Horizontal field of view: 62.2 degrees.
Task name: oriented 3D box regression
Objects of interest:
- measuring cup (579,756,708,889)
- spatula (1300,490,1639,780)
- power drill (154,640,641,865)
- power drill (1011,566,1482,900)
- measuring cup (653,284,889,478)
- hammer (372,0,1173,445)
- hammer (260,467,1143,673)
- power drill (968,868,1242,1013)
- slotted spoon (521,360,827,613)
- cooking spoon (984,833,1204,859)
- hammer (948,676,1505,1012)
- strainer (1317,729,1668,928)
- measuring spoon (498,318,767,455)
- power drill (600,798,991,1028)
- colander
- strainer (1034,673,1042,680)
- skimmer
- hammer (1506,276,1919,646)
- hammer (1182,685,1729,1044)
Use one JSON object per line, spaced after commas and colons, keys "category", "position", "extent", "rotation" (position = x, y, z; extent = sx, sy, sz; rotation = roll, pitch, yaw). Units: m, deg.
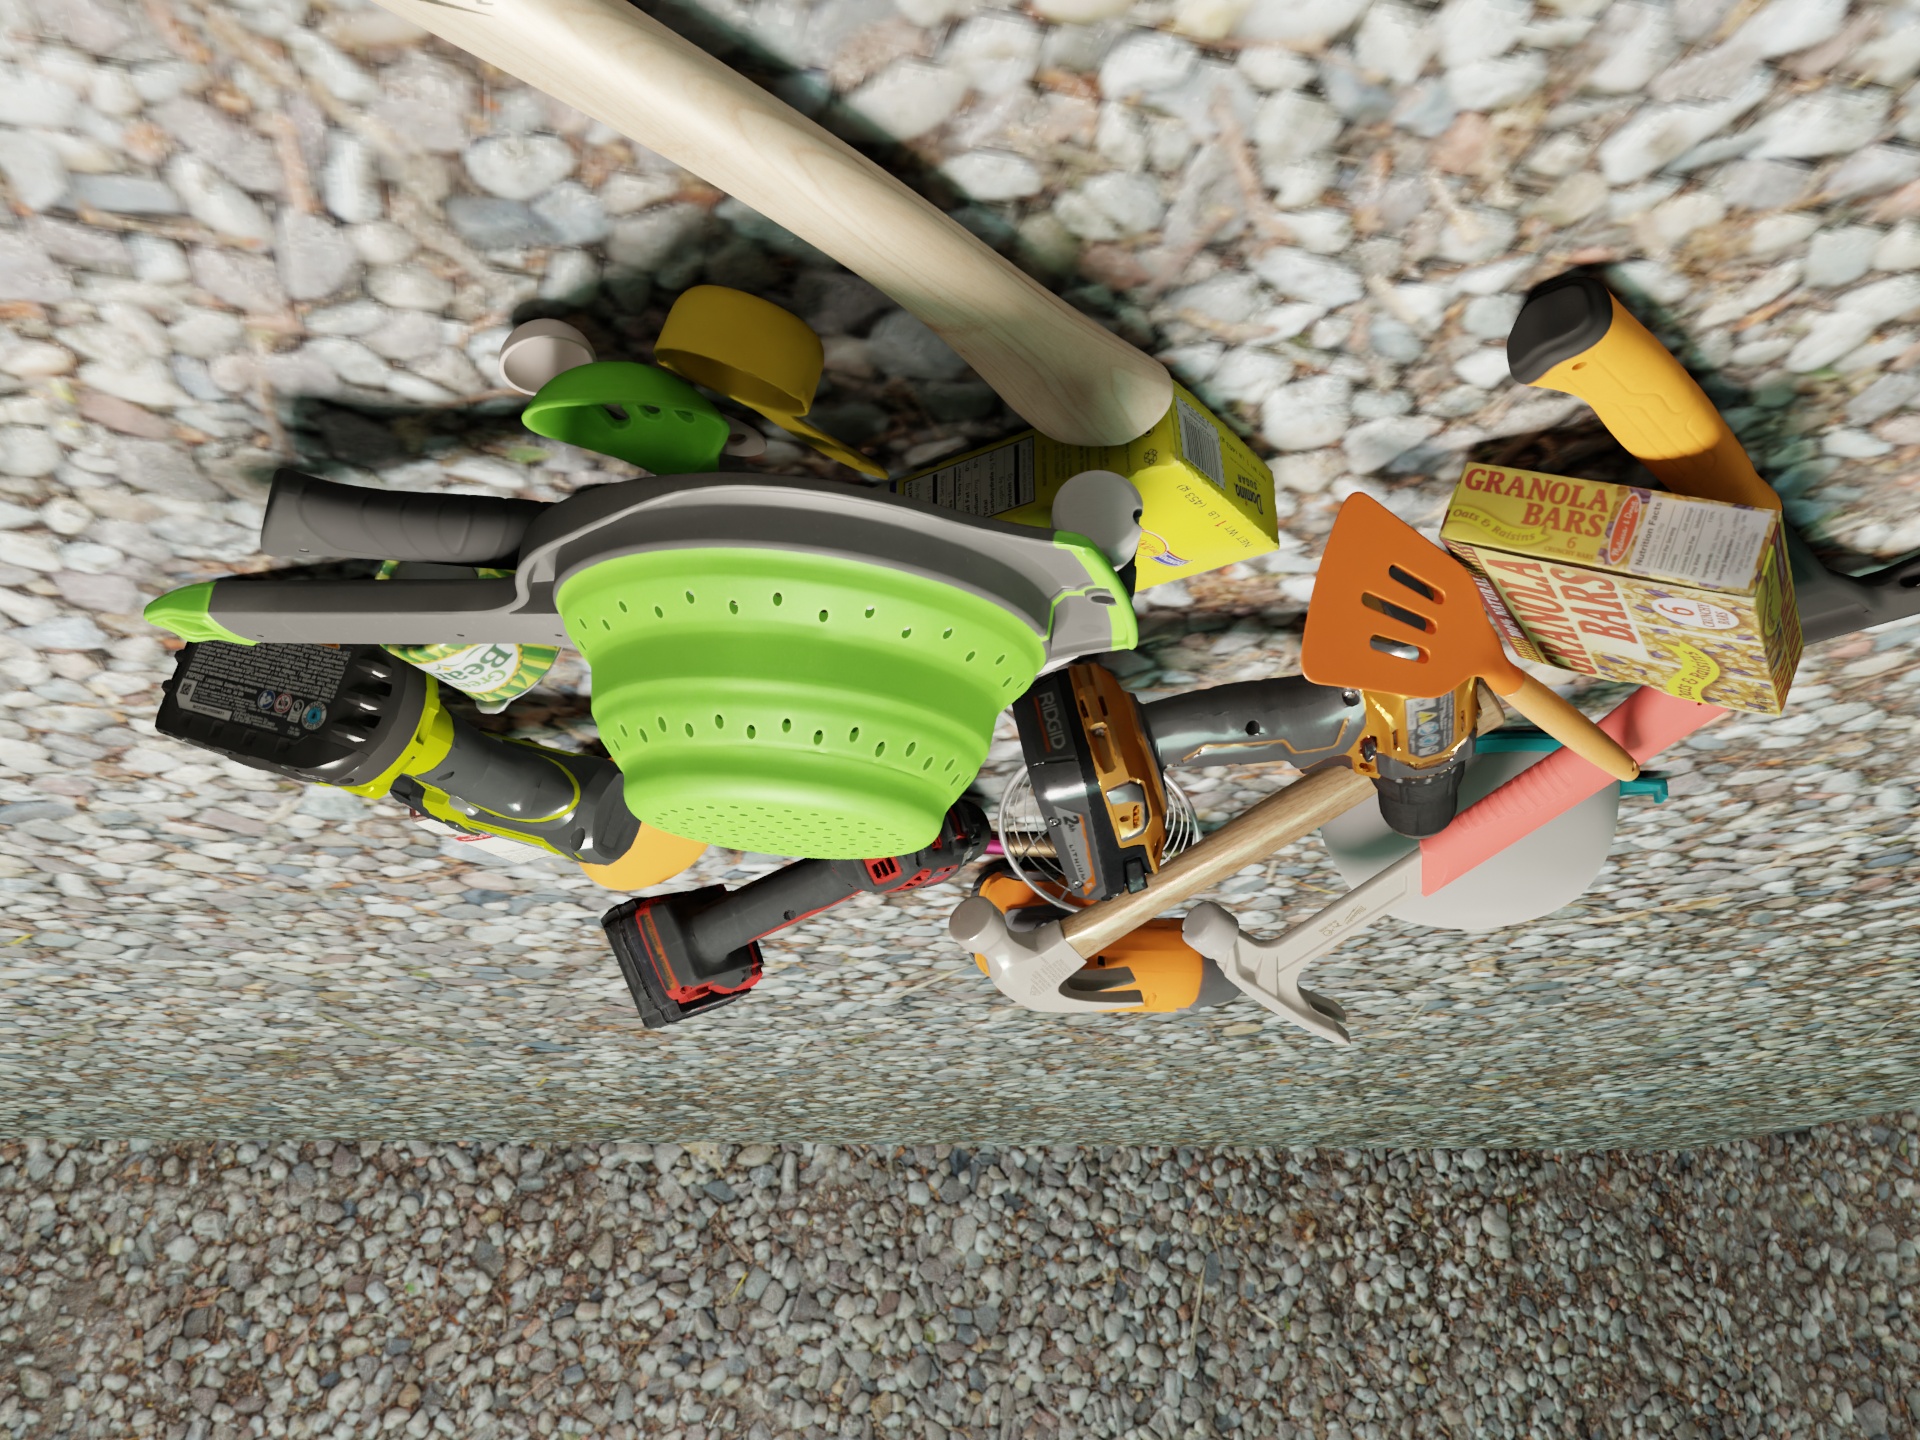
{"category": "measuring cup", "position": [-0.164, 0.067, 0.990], "extent": [0.173, 0.052, 0.095], "rotation": [9, 131, -47]}
{"category": "spatula", "position": [0.255, -0.014, 0.743], "extent": [0.041, 0.081, 0.322], "rotation": [11, 173, 41]}
{"category": "power drill", "position": [-0.288, 0.012, 0.819], "extent": [0.171, 0.080, 0.223], "rotation": [12, 166, 22]}
{"category": "power drill", "position": [0.155, 0.022, 0.818], "extent": [0.226, 0.084, 0.185], "rotation": [-17, 140, 5]}
{"category": "measuring cup", "position": [-0.058, -0.123, 0.596], "extent": [0.062, 0.029, 0.156], "rotation": [19, 180, 22]}
{"category": "hammer", "position": [-0.065, -0.174, 0.452], "extent": [0.146, 0.038, 0.410], "rotation": [-22, 151, 38]}
{"category": "hammer", "position": [-0.102, -0.064, 0.609], "extent": [0.335, 0.035, 0.146], "rotation": [5, 166, 2]}
{"category": "power drill", "position": [0.106, 0.158, 1.123], "extent": [0.164, 0.084, 0.226], "rotation": [4, -179, -17]}
{"category": "slotted spoon", "position": [-0.091, -0.078, 0.678], "extent": [0.070, 0.031, 0.313], "rotation": [-2, 164, 14]}
{"category": "cooking spoon", "position": [0.059, 0.089, 1.133], "extent": [0.319, 0.017, 0.068], "rotation": [1, 158, -6]}
{"category": "hammer", "position": [0.162, 0.074, 0.924], "extent": [0.331, 0.031, 0.129], "rotation": [-32, 130, 13]}
{"category": "strainer", "position": [0.288, 0.073, 1.008], "extent": [0.340, 0.095, 0.211], "rotation": [15, 153, -38]}
{"category": "measuring spoon", "position": [-0.120, -0.125, 0.603], "extent": [0.034, 0.018, 0.124], "rotation": [-28, 154, 32]}
{"category": "power drill", "position": [-0.091, 0.108, 1.012], "extent": [0.226, 0.080, 0.188], "rotation": [-27, 171, 15]}
{"category": "colander", "position": [-0.137, -0.006, 0.587], "extent": [0.397, 0.094, 0.204], "rotation": [1, 164, 16]}
{"category": "strainer", "position": [-0.001, -0.002, 0.760], "extent": [0.087, 0.050, 0.258], "rotation": [-24, 169, -39]}
{"category": "skimmer", "position": [0.032, 0.024, 0.874], "extent": [0.127, 0.090, 0.363], "rotation": [-11, 156, 22]}
{"category": "hammer", "position": [0.327, -0.100, 0.665], "extent": [0.127, 0.034, 0.336], "rotation": [-19, 152, 39]}
{"category": "hammer", "position": [0.307, 0.073, 0.933], "extent": [0.149, 0.037, 0.359], "rotation": [34, 125, -24]}
